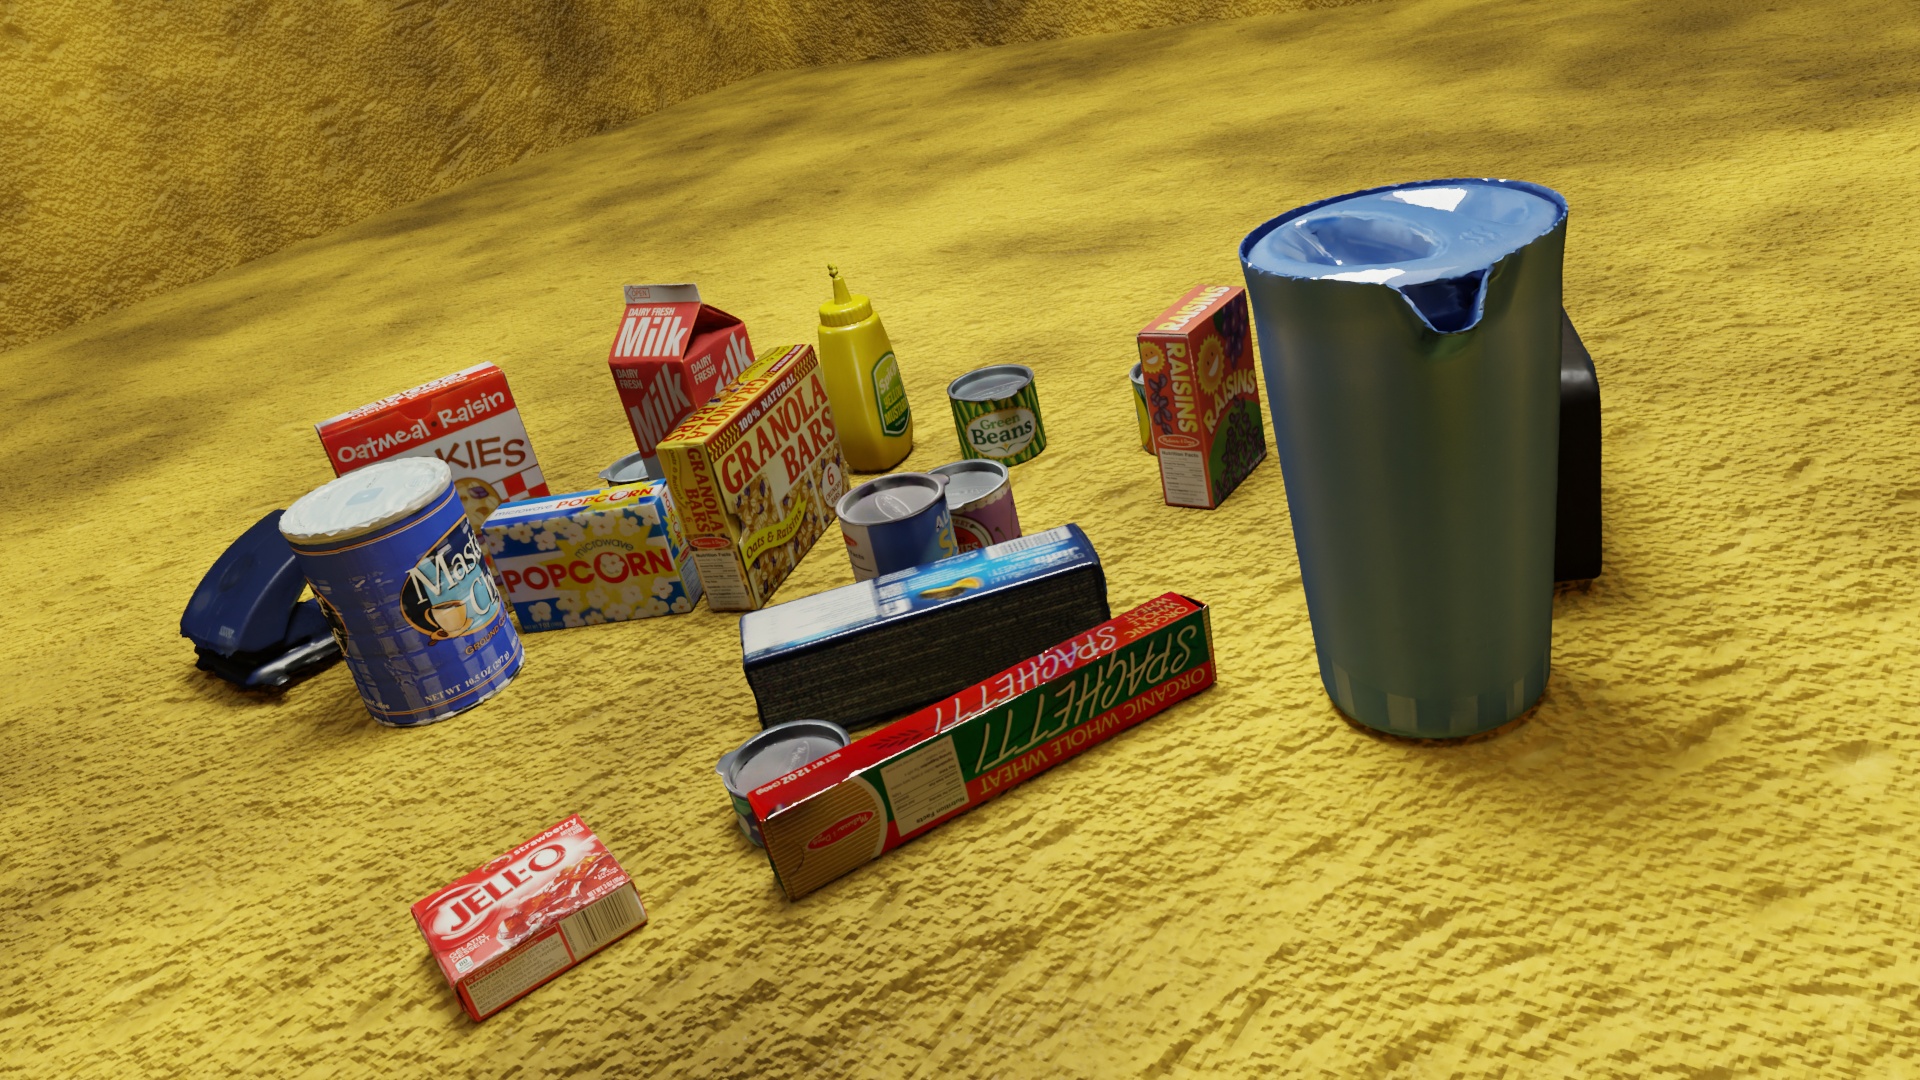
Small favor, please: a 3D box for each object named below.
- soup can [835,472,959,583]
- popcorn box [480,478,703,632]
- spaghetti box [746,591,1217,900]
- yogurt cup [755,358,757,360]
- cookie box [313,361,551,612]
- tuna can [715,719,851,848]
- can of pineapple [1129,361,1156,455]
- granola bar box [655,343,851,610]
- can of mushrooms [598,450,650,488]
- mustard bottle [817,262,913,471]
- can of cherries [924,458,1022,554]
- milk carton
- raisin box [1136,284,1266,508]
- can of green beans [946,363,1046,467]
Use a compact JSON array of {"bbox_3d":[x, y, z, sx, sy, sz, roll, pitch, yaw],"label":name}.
[{"bbox_3d":[-0.031,0.009,0.838,0.071,0.083,0.071,-11,26,5],"label":"soup can"},{"bbox_3d":[-0.245,0.011,0.933,0.127,0.085,0.038,-8,27,11],"label":"popcorn box"},{"bbox_3d":[0.018,0.096,0.684,0.251,0.050,0.029,-24,28,-20],"label":"spaghetti box"},{"bbox_3d":[-0.201,-0.124,1.211,0.072,0.053,0.073,-11,26,5],"label":"yogurt cup"},{"bbox_3d":[-0.349,-0.024,0.957,0.123,0.166,0.040,-26,29,-25],"label":"cookie box"},{"bbox_3d":[-0.086,0.122,0.699,0.071,0.032,0.071,-11,26,5],"label":"tuna can"},{"bbox_3d":[0.158,-0.099,0.994,0.071,0.057,0.071,-11,26,5],"label":"can of pineapple"},{"bbox_3d":[-0.134,-0.046,0.950,0.039,0.123,0.166,-2,28,22],"label":"granola bar box"},{"bbox_3d":[-0.249,-0.047,1.107,0.071,0.033,0.071,-11,26,5],"label":"can of mushrooms"},{"bbox_3d":[-0.077,-0.133,1.053,0.049,0.159,0.066,0,29,26],"label":"mustard bottle"},{"bbox_3d":[0.003,-0.011,0.891,0.071,0.058,0.072,-11,26,5],"label":"can of cherries"},{"bbox_3d":[-0.186,-0.092,0.990,0.072,0.189,0.074,4,31,31],"label":"milk carton"},{"bbox_3d":[0.160,-0.095,0.911,0.040,0.123,0.086,8,33,37],"label":"raisin box"},{"bbox_3d":[0.028,-0.093,1.041,0.071,0.057,0.071,-11,26,5],"label":"can of green beans"}]
